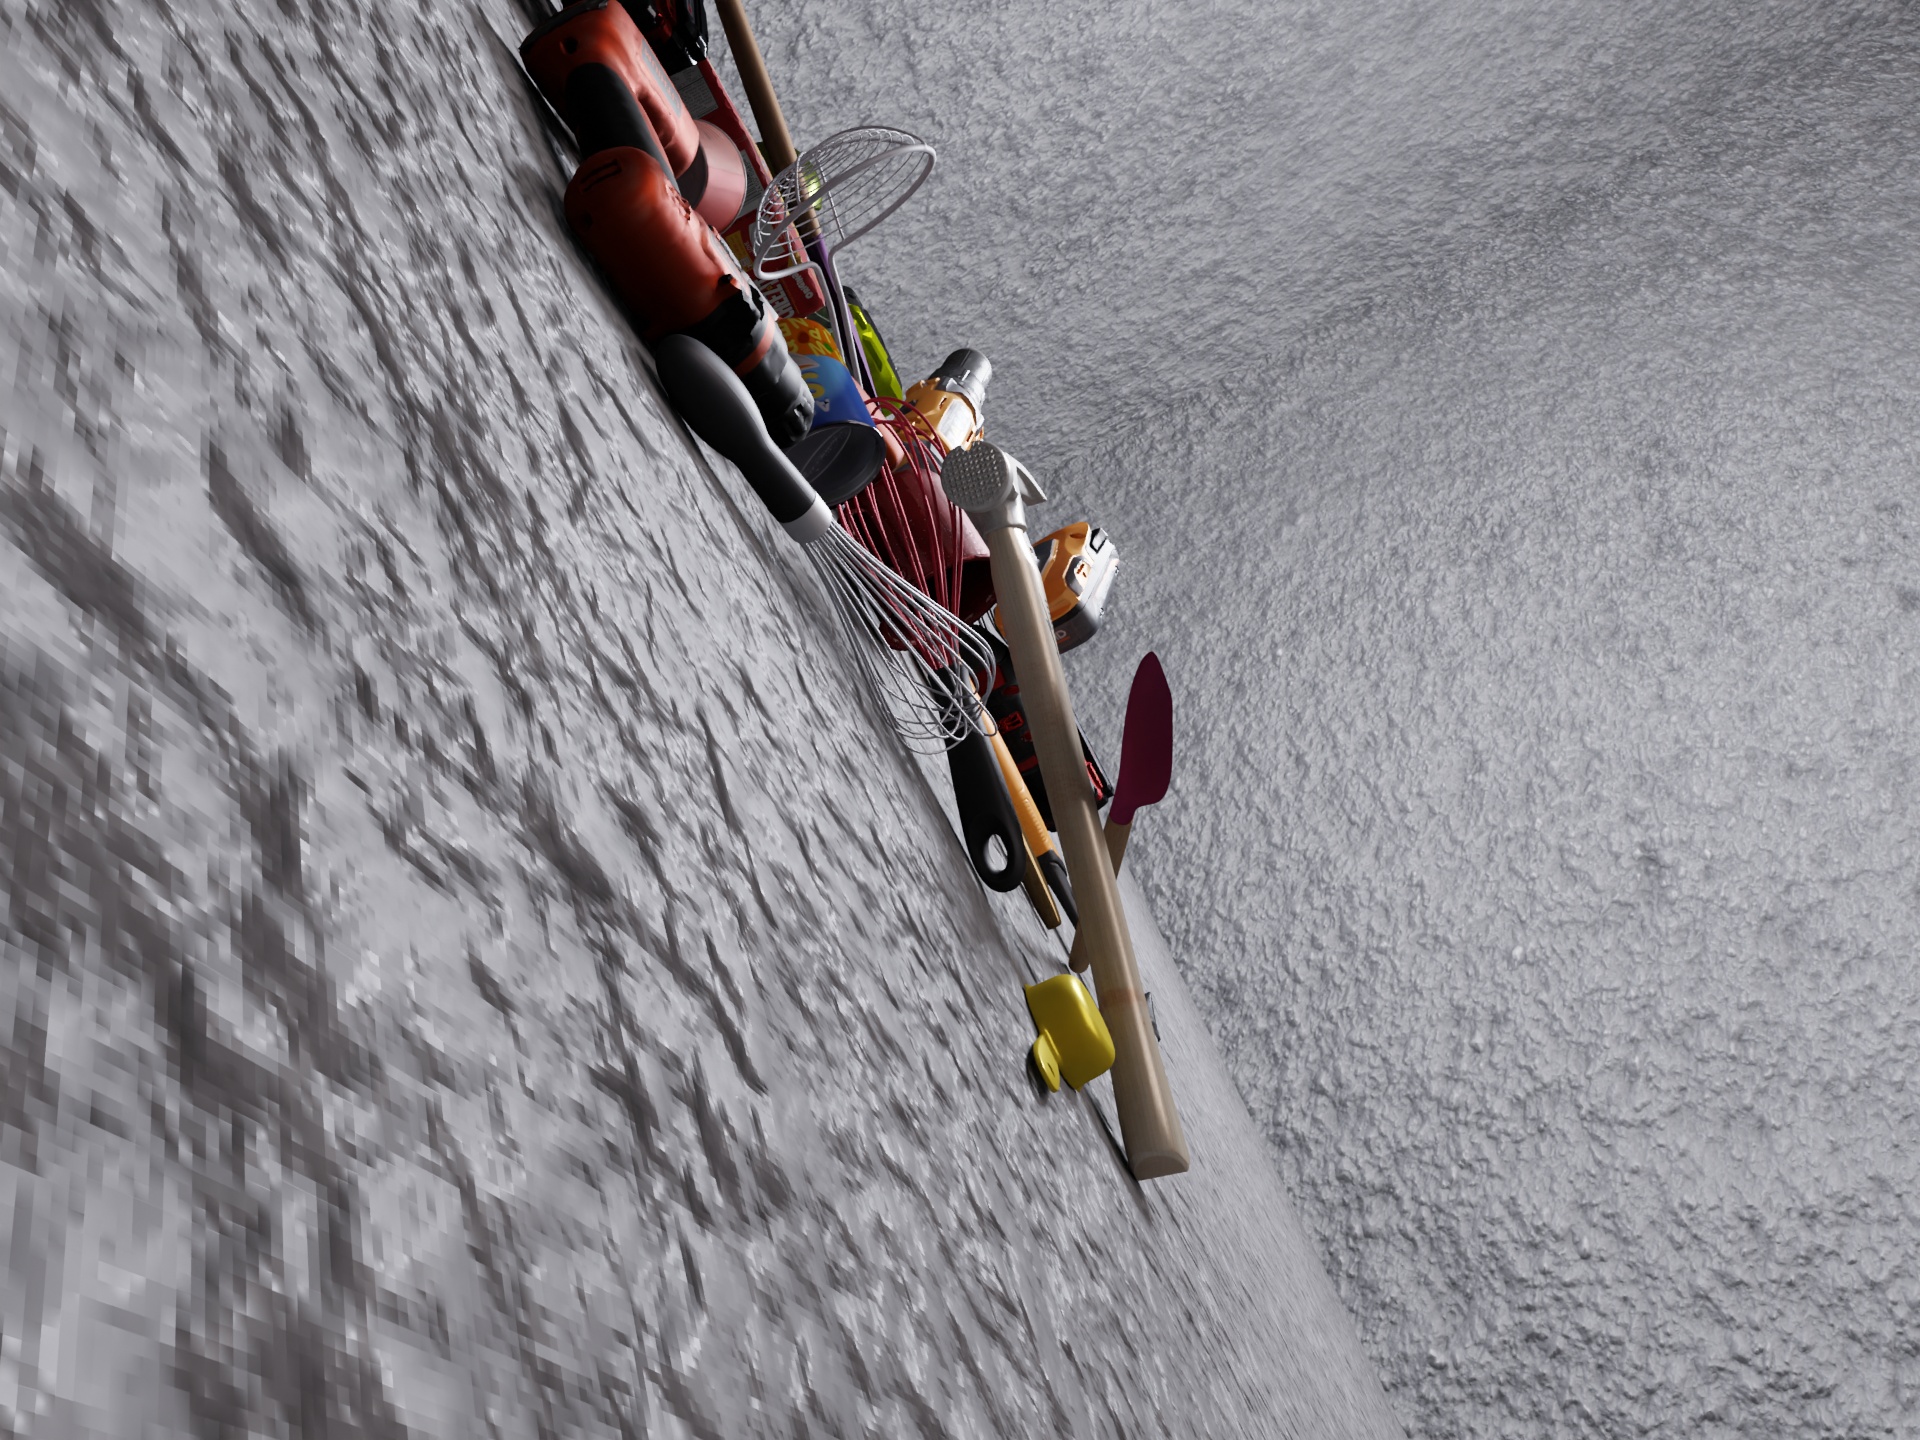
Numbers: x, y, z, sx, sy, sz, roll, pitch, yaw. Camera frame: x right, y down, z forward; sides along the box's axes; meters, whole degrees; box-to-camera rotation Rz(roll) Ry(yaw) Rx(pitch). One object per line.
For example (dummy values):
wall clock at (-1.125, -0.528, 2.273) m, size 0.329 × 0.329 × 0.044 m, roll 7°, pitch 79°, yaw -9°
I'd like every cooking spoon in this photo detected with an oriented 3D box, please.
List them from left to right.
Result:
cooking spoon at (0.094, 0.073, 0.973) m, size 0.318 × 0.017 × 0.069 m, roll 97°, pitch -18°, yaw -52°

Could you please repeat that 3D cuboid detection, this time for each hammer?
hammer at (0.055, 0.085, 1.161) m, size 0.337 × 0.034 × 0.127 m, roll 62°, pitch 6°, yaw -1°
hammer at (0.067, 0.050, 0.901) m, size 0.146 × 0.038 × 0.411 m, roll 1°, pitch 75°, yaw -77°

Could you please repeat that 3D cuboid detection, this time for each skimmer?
skimmer at (-0.056, -0.216, 1.036) m, size 0.090 × 0.127 × 0.362 m, roll 42°, pitch -25°, yaw 34°

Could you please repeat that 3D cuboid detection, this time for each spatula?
spatula at (-0.108, -0.346, 1.051) m, size 0.060 × 0.018 × 0.315 m, roll -124°, pitch -169°, yaw -55°

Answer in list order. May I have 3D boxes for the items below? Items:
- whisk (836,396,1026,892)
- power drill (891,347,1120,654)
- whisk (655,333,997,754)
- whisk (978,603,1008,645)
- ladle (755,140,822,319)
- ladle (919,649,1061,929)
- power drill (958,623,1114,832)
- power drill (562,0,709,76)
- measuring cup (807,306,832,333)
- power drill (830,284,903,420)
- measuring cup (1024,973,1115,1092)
whisk at (-0.013, -0.046, 0.899) m, size 0.073 × 0.073 × 0.296 m, roll 40°, pitch 34°, yaw -78°
power drill at (0.033, -0.181, 1.274) m, size 0.226 × 0.084 × 0.185 m, roll 48°, pitch 39°, yaw -22°
whisk at (-0.057, -0.076, 0.760) m, size 0.284 × 0.070 × 0.070 m, roll 52°, pitch 11°, yaw -42°
whisk at (0.010, -0.158, 1.338) m, size 0.055 × 0.055 × 0.238 m, roll -105°, pitch 171°, yaw -68°
ladle at (-0.126, -0.303, 1.144) m, size 0.078 × 0.062 × 0.320 m, roll 11°, pitch 54°, yaw -28°
ladle at (-0.002, -0.003, 1.080) m, size 0.315 × 0.031 × 0.069 m, roll 65°, pitch -21°, yaw 3°
power drill at (0.051, 0.004, 1.344) m, size 0.143 × 0.078 × 0.219 m, roll 65°, pitch 8°, yaw 26°
power drill at (-0.227, -0.476, 0.861) m, size 0.226 × 0.080 × 0.188 m, roll 49°, pitch 28°, yaw -59°
measuring cup at (-0.153, -0.318, 1.209) m, size 0.083 × 0.038 × 0.167 m, roll 44°, pitch 20°, yaw 12°
power drill at (-0.081, -0.249, 1.344) m, size 0.171 × 0.080 × 0.223 m, roll 56°, pitch 12°, yaw -47°
measuring cup at (0.054, 0.156, 0.775) m, size 0.062 × 0.029 × 0.156 m, roll 63°, pitch 3°, yaw 5°
